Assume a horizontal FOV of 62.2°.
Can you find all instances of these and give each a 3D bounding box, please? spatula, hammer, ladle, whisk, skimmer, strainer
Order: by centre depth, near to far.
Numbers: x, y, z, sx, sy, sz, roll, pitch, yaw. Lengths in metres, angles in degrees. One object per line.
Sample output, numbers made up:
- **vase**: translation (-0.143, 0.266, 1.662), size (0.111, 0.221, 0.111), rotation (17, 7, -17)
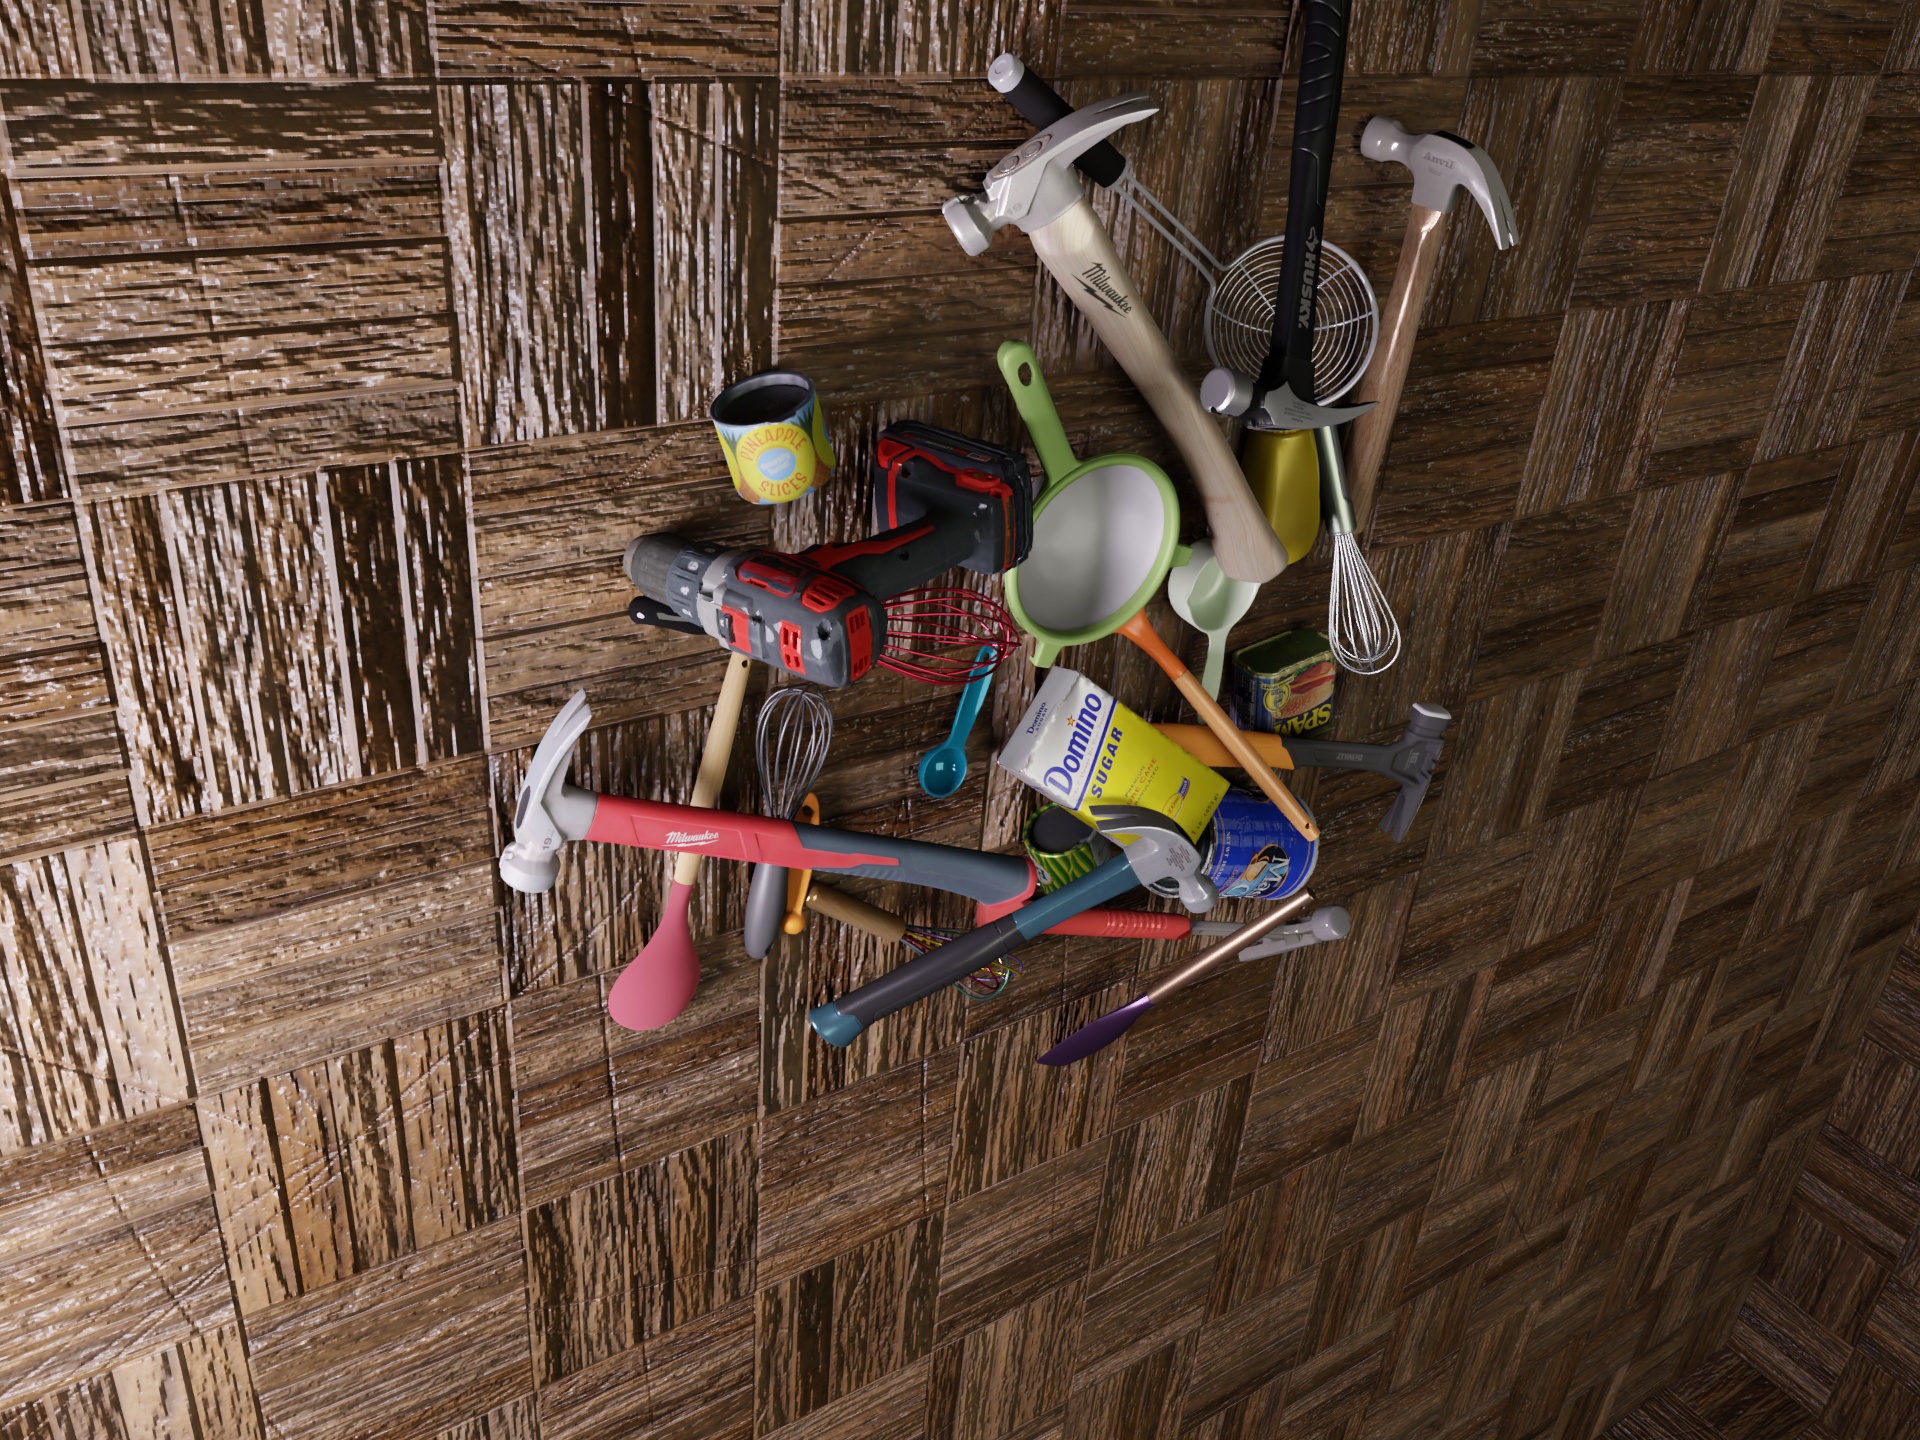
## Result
- **whisk**: translation (-0.084, -0.064, 1.082), size (0.295, 0.073, 0.073), rotation (3, 114, -32)
- **skimmer**: translation (0.158, -0.333, 1.084), size (0.363, 0.090, 0.127), rotation (26, 101, -44)
- **hammer**: translation (0.243, -0.365, 1.095), size (0.146, 0.035, 0.335), rotation (5, 92, -36)
- **hammer**: translation (-0.107, 0.074, 1.099), size (0.386, 0.038, 0.143), rotation (11, 120, -30)
- **hammer**: translation (0.151, -0.242, 1.119), size (0.146, 0.038, 0.410), rotation (-30, 133, 13)
- **ladle**: translation (-0.188, 0.089, 1.120), size (0.069, 0.031, 0.315), rotation (2, 113, -38)
- **strainer**: translation (0.064, -0.169, 1.126), size (0.151, 0.069, 0.256), rotation (-37, 133, -10)
- **whisk**: translation (-0.131, 0.077, 1.143), size (0.055, 0.055, 0.238), rotation (-9, 125, -34)
- **hammer**: translation (0.034, 0.169, 1.248), size (0.331, 0.033, 0.128), rotation (-28, 124, 4)
- **hammer**: translation (0.344, -0.293, 1.254), size (0.031, 0.130, 0.331), rotation (-33, 142, -39)
- **spatula**: translation (0.194, -0.019, 1.279), size (0.081, 0.041, 0.322), rotation (-44, 104, -8)
- **whisk**: translation (-0.039, 0.176, 1.281), size (0.244, 0.047, 0.051), rotation (29, 98, -40)
- **whisk**: translation (0.319, -0.151, 1.320), size (0.058, 0.059, 0.246), rotation (-52, 130, -58)
- **hammer**: translation (0.254, 0.032, 1.352), size (0.336, 0.034, 0.127), rotation (5, 113, -20)
- **spatula**: translation (0.191, 0.235, 1.418), size (0.059, 0.018, 0.316), rotation (19, 131, -43)
- **hammer**: translation (0.169, 0.184, 1.420), size (0.358, 0.149, 0.037), rotation (7, 71, -30)

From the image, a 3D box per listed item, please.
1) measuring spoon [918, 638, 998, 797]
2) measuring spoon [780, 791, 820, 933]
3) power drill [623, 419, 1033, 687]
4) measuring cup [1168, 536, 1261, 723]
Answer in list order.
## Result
- **measuring spoon**: translation (-0.002, -0.004, 1.219), size (0.042, 0.021, 0.128), rotation (17, 96, -42)
- **measuring spoon**: translation (-0.120, 0.107, 1.181), size (0.011, 0.021, 0.117), rotation (-51, 153, -69)
- **power drill**: translation (-0.081, -0.111, 1.003), size (0.227, 0.188, 0.080), rotation (-38, 137, -39)
- **measuring cup**: translation (0.201, -0.075, 1.316), size (0.083, 0.038, 0.167), rotation (-18, 128, -29)
